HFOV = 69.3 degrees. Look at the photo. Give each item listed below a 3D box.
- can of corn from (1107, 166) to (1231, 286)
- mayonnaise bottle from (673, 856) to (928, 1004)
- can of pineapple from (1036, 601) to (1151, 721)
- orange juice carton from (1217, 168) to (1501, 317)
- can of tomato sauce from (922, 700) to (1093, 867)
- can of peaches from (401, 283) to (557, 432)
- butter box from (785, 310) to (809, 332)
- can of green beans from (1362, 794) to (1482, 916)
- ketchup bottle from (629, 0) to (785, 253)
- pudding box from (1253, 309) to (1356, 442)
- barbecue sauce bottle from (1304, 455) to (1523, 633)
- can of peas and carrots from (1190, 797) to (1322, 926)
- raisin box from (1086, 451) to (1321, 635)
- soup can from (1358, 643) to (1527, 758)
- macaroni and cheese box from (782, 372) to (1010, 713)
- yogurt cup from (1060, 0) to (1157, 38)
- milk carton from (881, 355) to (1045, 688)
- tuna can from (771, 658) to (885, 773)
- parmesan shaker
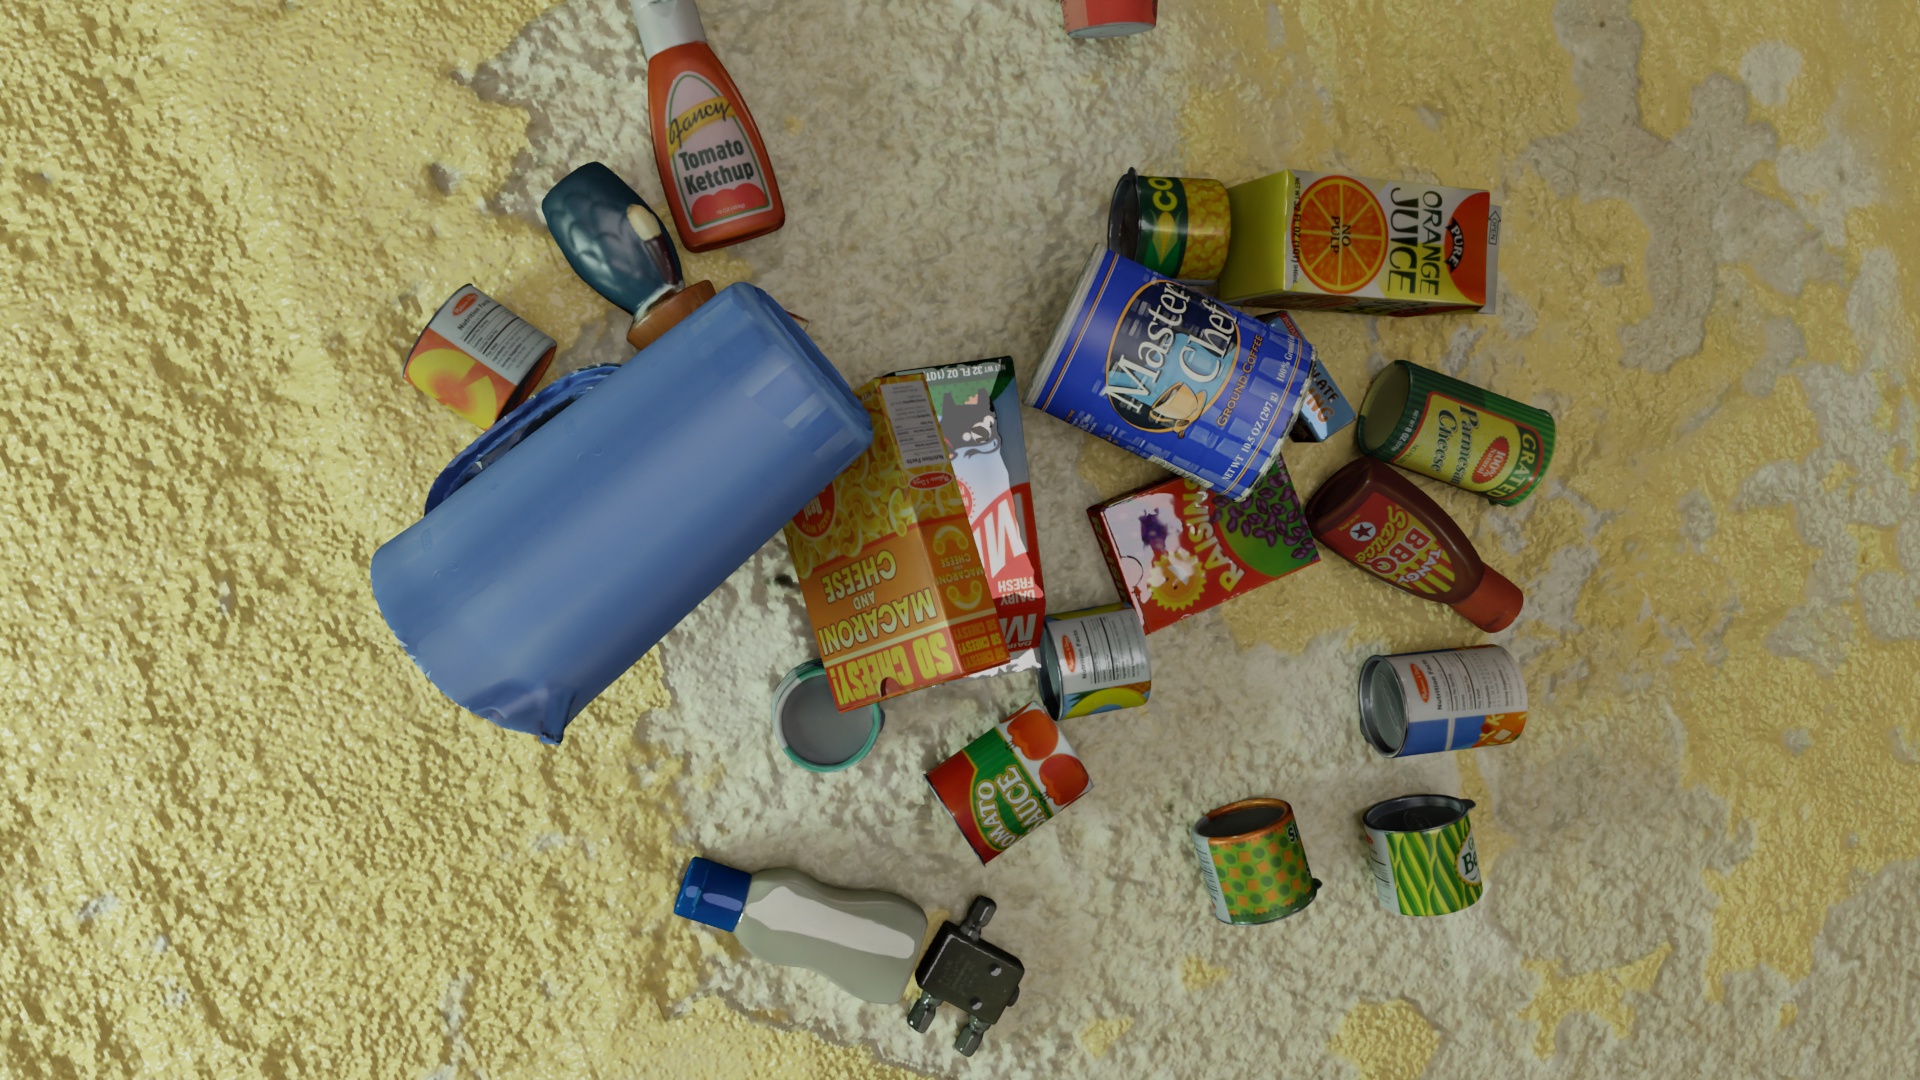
[{"bbox_3d":[0.127,-0.191,0.846,0.058,0.071,0.071,0,93,-10],"label":"can of corn"},{"bbox_3d":[-0.098,0.231,0.845,0.148,0.041,0.065,21,88,-9],"label":"mayonnaise bottle"},{"bbox_3d":[0.080,0.074,0.855,0.058,0.071,0.071,-9,95,-9],"label":"can of pineapple"},{"bbox_3d":[0.258,-0.179,0.856,0.193,0.073,0.071,-1,93,-23],"label":"orange juice carton"},{"bbox_3d":[0.030,0.148,0.847,0.083,0.071,0.071,-34,98,-7],"label":"can of tomato sauce"},{"bbox_3d":[-0.272,-0.101,0.788,0.058,0.071,0.071,34,88,-10],"label":"can of peaches"},{"bbox_3d":[-0.121,-0.085,0.819,0.024,0.053,0.103,23,90,-12],"label":"butter box"},{"bbox_3d":[0.298,0.202,0.896,0.071,0.071,0.057,-13,96,-8],"label":"can of green beans"},{"bbox_3d":[-0.153,-0.247,0.810,0.065,0.043,0.148,-18,95,-8],"label":"ketchup bottle"},{"bbox_3d":[0.208,-0.102,0.874,0.030,0.049,0.083,-36,98,-4],"label":"pudding box"},{"bbox_3d":[0.296,0.007,0.892,0.148,0.044,0.064,32,128,-15],"label":"barbecue sauce bottle"},{"bbox_3d":[0.187,0.201,0.877,0.071,0.071,0.058,-18,95,-8],"label":"can of peas and carrots"},{"bbox_3d":[0.153,-0.003,0.875,0.123,0.040,0.086,-22,97,-7],"label":"raisin box"},{"bbox_3d":[0.308,0.104,0.895,0.084,0.071,0.071,-4,94,-10],"label":"soup can"},{"bbox_3d":[-0.047,0.005,0.786,0.040,0.123,0.166,-12,82,-41],"label":"macaroni and cheese box"},{"bbox_3d":[0.089,-0.334,0.836,0.072,0.072,0.053,-6,102,-9],"label":"yogurt cup"},{"bbox_3d":[0.003,-0.010,0.833,0.072,0.073,0.190,-9,95,-9],"label":"milk carton"},{"bbox_3d":[-0.079,0.107,0.845,0.071,0.033,0.071,-1,93,-9],"label":"tuna can"},{"bbox_3d":[0.313,-0.066,0.886,0.103,0.071,0.071,17,90,-10],"label":"parmesan shaker"}]
